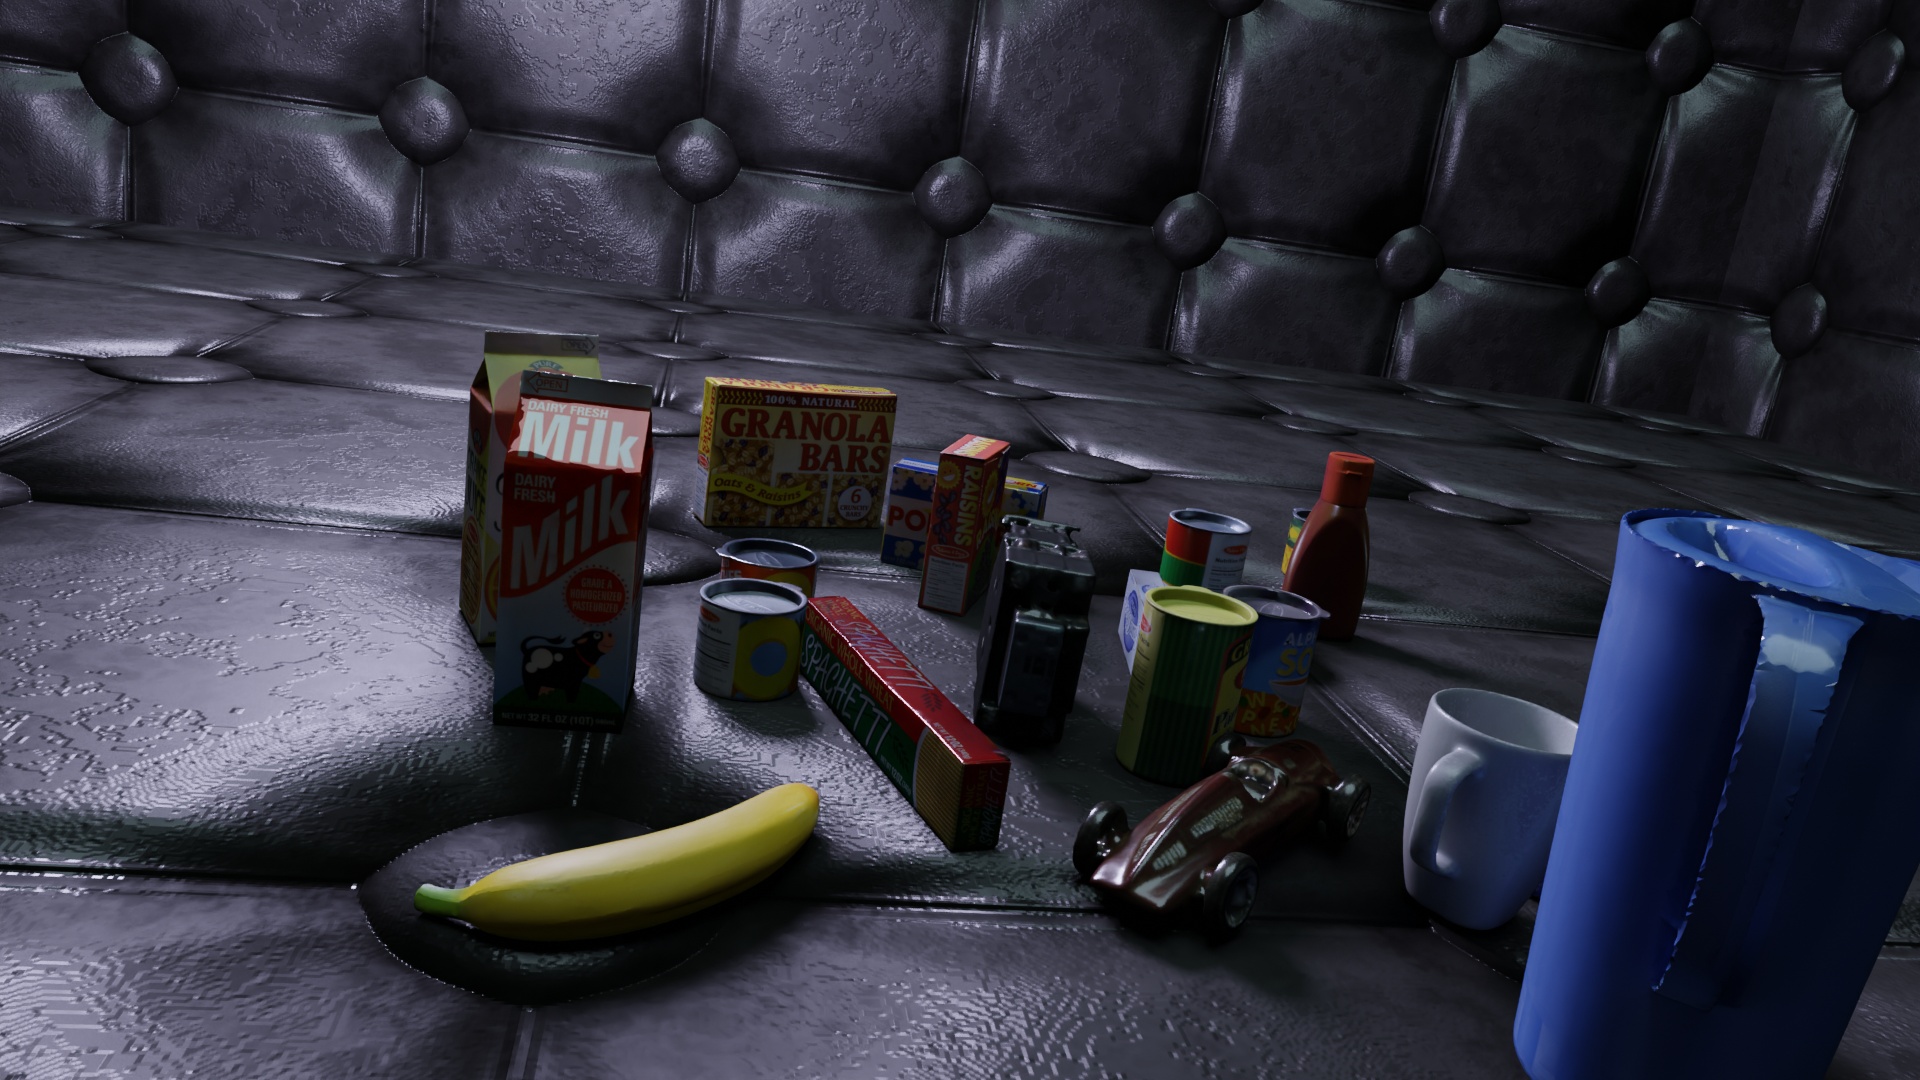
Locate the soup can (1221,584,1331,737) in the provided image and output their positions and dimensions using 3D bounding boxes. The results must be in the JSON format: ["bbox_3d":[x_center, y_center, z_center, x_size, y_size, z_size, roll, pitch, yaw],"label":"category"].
[{"bbox_3d":[0.201,0.080,0.918,0.071,0.083,0.071,8,15,-2],"label":"soup can"}]

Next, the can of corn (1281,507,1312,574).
[{"bbox_3d":[0.337,0.007,1.302,0.071,0.058,0.071,8,15,-2],"label":"can of corn"}]

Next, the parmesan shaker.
[{"bbox_3d":[0.134,0.085,0.825,0.071,0.102,0.071,8,15,-2],"label":"parmesan shaker"}]

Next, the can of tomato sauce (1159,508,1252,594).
[{"bbox_3d":[0.193,0.023,1.120,0.071,0.082,0.071,8,15,-2],"label":"can of tomato sauce"}]

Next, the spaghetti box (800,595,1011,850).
[{"bbox_3d":[-0.041,0.095,0.796,0.029,0.050,0.250,1,17,-26],"label":"spaghetti box"}]

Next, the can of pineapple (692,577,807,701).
[{"bbox_3d":[-0.129,0.060,0.859,0.071,0.057,0.071,8,15,-2],"label":"can of pineapple"}]

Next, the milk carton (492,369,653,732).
[{"bbox_3d":[-0.213,0.003,0.770,0.072,0.190,0.073,6,15,-9],"label":"milk carton"}]

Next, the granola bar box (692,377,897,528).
[{"bbox_3d":[-0.143,-0.075,1.212,0.166,0.123,0.039,0,17,-27],"label":"granola bar box"}]

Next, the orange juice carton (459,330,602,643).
[{"bbox_3d":[-0.270,-0.036,0.878,0.072,0.192,0.073,0,17,-30],"label":"orange juice carton"}]

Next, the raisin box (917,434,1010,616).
[{"bbox_3d":[0.004,-0.013,1.073,0.040,0.123,0.086,12,15,12],"label":"raisin box"}]

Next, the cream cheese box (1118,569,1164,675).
[{"bbox_3d":[0.135,0.061,1.006,0.024,0.053,0.104,8,15,-1],"label":"cream cheese box"}]

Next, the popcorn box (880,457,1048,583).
[{"bbox_3d":[0.002,-0.014,1.147,0.127,0.085,0.038,11,15,10],"label":"popcorn box"}]

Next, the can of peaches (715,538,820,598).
[{"bbox_3d":[-0.134,0.035,0.947,0.071,0.058,0.071,8,15,-2],"label":"can of peaches"}]

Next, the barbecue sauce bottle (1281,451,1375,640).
[{"bbox_3d":[0.301,0.004,1.122,0.065,0.148,0.044,9,15,3],"label":"barbecue sauce bottle"}]
